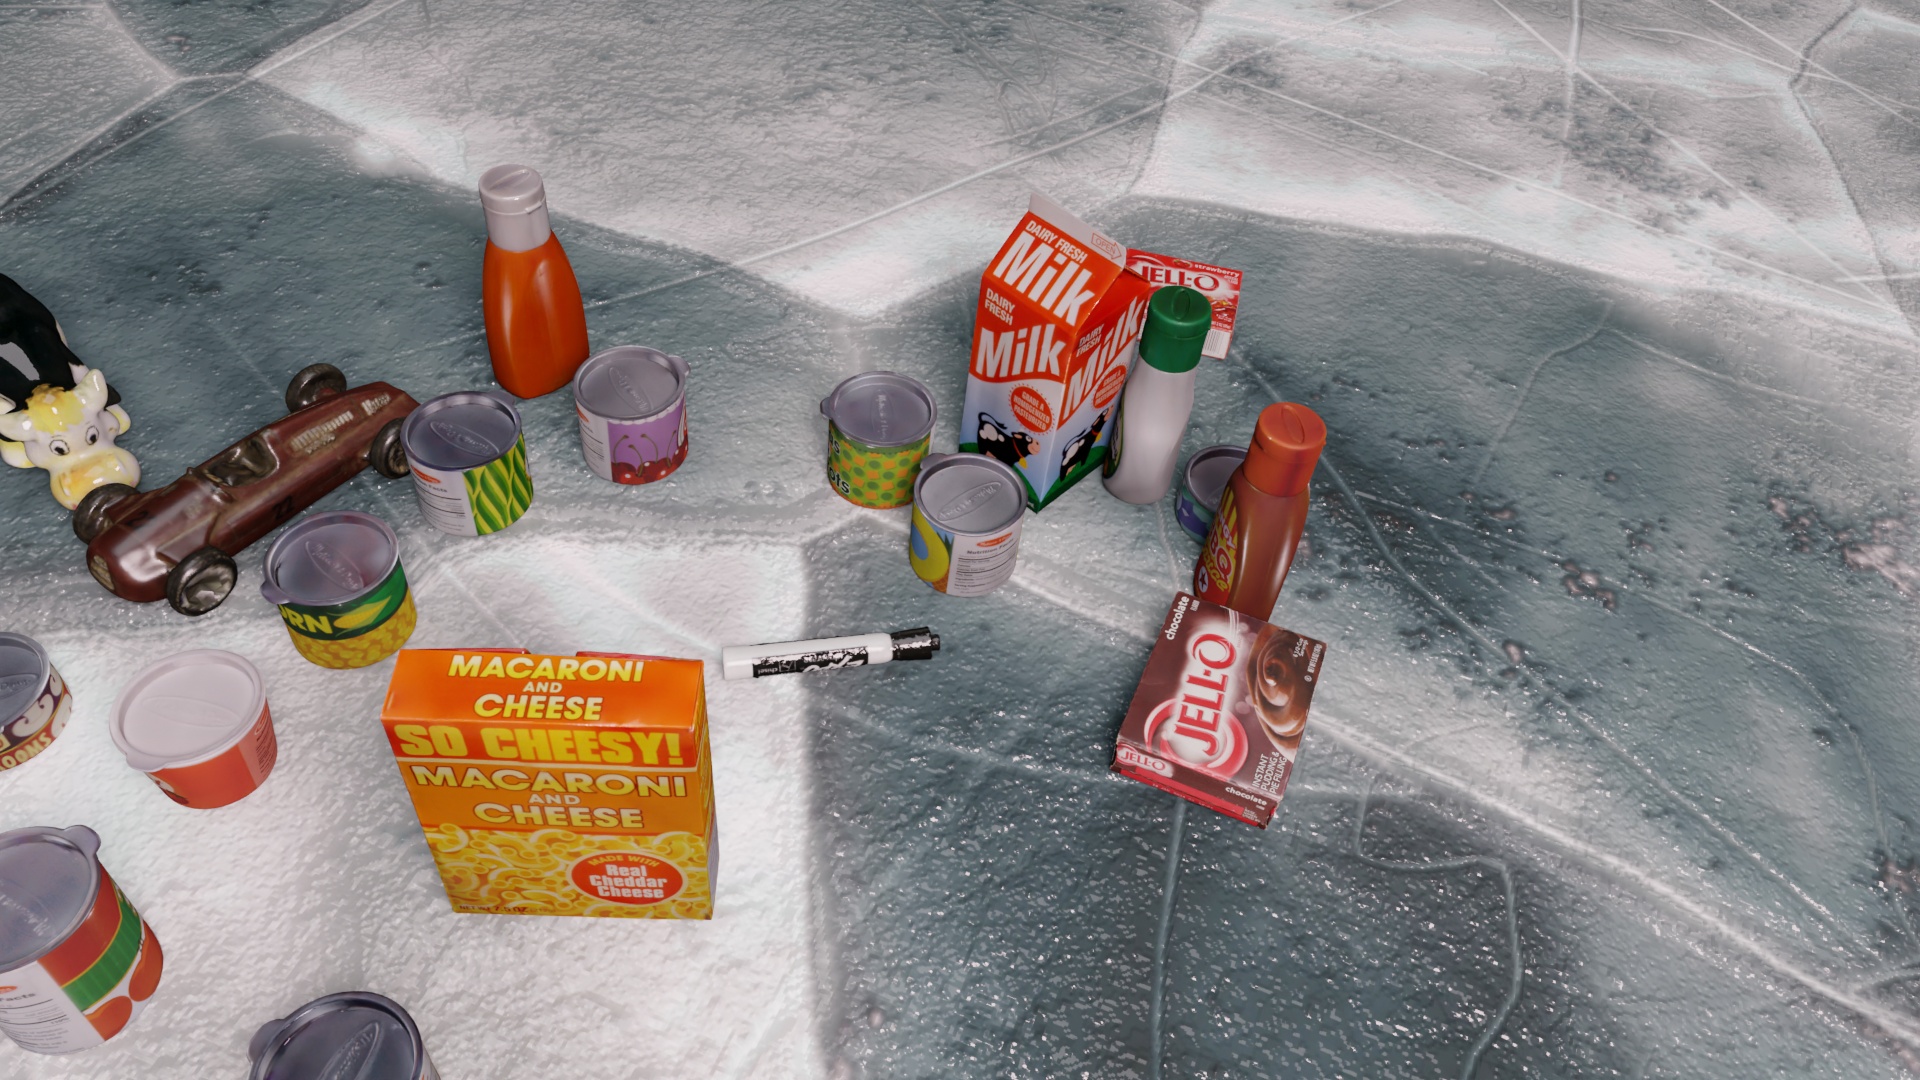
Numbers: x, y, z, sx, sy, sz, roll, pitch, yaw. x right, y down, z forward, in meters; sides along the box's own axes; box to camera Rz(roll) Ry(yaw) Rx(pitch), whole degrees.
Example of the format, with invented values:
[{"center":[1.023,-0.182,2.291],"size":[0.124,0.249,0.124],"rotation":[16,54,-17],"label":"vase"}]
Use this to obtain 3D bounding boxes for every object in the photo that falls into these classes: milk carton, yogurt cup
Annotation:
[{"center":[0.056,-0.114,0.831],"size":[0.072,0.189,0.074],"rotation":[37,54,24],"label":"milk carton"},{"center":[-0.371,0.095,0.681],"size":[0.072,0.053,0.073],"rotation":[4,48,-4],"label":"yogurt cup"}]

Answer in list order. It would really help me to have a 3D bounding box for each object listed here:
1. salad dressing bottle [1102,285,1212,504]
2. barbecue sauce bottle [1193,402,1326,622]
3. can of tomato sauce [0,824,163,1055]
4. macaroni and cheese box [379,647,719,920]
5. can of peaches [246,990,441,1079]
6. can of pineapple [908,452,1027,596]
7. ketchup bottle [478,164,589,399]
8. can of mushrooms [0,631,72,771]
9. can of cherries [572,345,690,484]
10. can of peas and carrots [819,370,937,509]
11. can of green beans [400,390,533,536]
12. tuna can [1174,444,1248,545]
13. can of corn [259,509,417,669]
[{"center":[0.119,-0.086,0.843],"size":[0.044,0.146,0.064],"rotation":[13,48,4],"label":"salad dressing bottle"},{"center":[0.168,-0.012,0.782],"size":[0.044,0.147,0.065],"rotation":[-1,48,-8],"label":"barbecue sauce bottle"},{"center":[-0.388,0.170,0.592],"size":[0.071,0.082,0.071],"rotation":[4,48,-4],"label":"can of tomato sauce"},{"center":[-0.173,0.112,0.615],"size":[0.124,0.165,0.040],"rotation":[3,48,-5],"label":"macaroni and cheese box"},{"center":[-0.253,0.228,0.573],"size":[0.071,0.057,0.071],"rotation":[4,48,-4],"label":"can of peaches"},{"center":[0.003,-0.010,0.820],"size":[0.071,0.057,0.071],"rotation":[4,48,-4],"label":"can of pineapple"},{"center":[-0.267,-0.160,0.860],"size":[0.043,0.148,0.065],"rotation":[32,52,20],"label":"ketchup bottle"},{"center":[-0.484,0.083,0.692],"size":[0.071,0.033,0.071],"rotation":[4,48,-4],"label":"can of mushrooms"},{"center":[-0.199,-0.077,0.855],"size":[0.071,0.058,0.072],"rotation":[4,48,-4],"label":"can of cherries"},{"center":[-0.052,-0.061,0.859],"size":[0.071,0.058,0.071],"rotation":[4,48,-4],"label":"can of peas and carrots"},{"center":[-0.288,-0.045,0.815],"size":[0.071,0.057,0.071],"rotation":[4,48,-4],"label":"can of green beans"},{"center":[0.171,-0.024,0.871],"size":[0.071,0.032,0.071],"rotation":[4,48,-4],"label":"tuna can"},{"center":[-0.332,0.028,0.743],"size":[0.071,0.058,0.071],"rotation":[4,48,-4],"label":"can of corn"}]
